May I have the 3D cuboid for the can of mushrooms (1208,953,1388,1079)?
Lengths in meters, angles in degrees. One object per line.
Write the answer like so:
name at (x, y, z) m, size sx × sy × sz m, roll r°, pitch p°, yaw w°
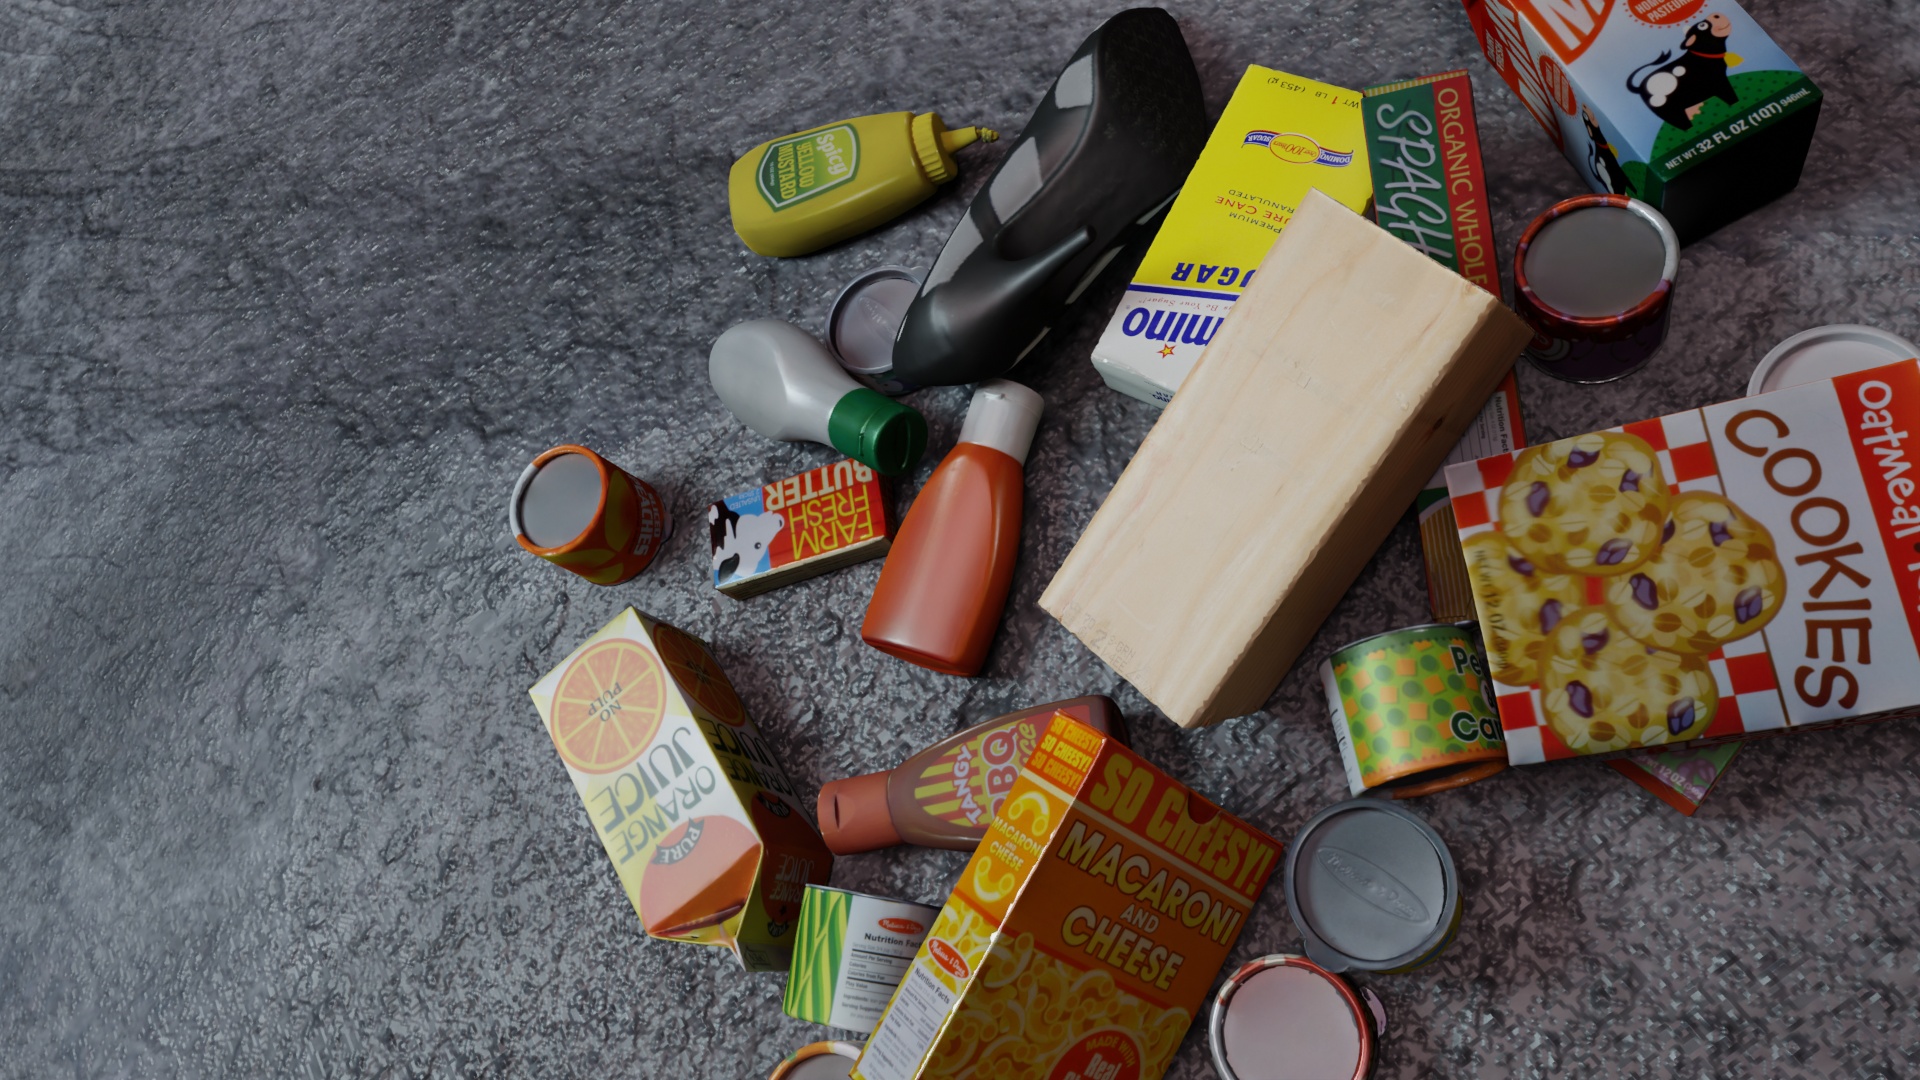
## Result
can of mushrooms at (0.139, 0.204, 0.572) m, size 0.071 × 0.033 × 0.071 m, roll -8°, pitch 68°, yaw 20°

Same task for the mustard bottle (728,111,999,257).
mustard bottle at (-0.055, -0.213, 0.797) m, size 0.160 × 0.048 × 0.065 m, roll -15°, pitch 68°, yaw 17°

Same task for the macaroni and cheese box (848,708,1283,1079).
macaroni and cheese box at (0.049, 0.171, 0.571) m, size 0.040 × 0.123 × 0.166 m, roll 21°, pitch 79°, yaw 56°

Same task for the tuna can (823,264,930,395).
tuna can at (-0.037, -0.117, 0.764) m, size 0.071 × 0.032 × 0.071 m, roll -7°, pitch 69°, yaw 20°

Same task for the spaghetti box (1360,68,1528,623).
spaghetti box at (0.221, -0.087, 0.623) m, size 0.050 × 0.028 × 0.250 m, roll -8°, pitch 80°, yaw 19°

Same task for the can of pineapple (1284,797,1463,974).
can of pineapple at (0.169, 0.144, 0.568) m, size 0.071 × 0.057 × 0.071 m, roll -8°, pitch 68°, yaw 20°

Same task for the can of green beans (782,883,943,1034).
can of green beans at (-0.044, 0.191, 0.634) m, size 0.071 × 0.071 × 0.058 m, roll 3°, pitch 73°, yaw 23°

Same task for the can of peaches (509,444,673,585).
can of peaches at (-0.208, -0.014, 0.782) m, size 0.071 × 0.058 × 0.071 m, roll -8°, pitch 68°, yaw 20°

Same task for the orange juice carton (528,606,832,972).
orange juice carton at (-0.131, 0.132, 0.688) m, size 0.073 × 0.071 × 0.193 m, roll -40°, pitch 61°, yaw 6°

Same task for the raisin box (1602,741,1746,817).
raisin box at (0.295, 0.036, 0.567) m, size 0.086 × 0.040 × 0.123 m, roll 37°, pitch 87°, yaw 30°

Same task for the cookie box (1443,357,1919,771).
cookie box at (0.284, 0.014, 0.526) m, size 0.167 × 0.040 × 0.123 m, roll -14°, pitch 71°, yaw 24°

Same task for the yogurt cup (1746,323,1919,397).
yogurt cup at (0.355, -0.047, 0.565) m, size 0.072 × 0.054 × 0.072 m, roll -8°, pitch 68°, yaw 20°

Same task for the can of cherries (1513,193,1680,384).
can of cherries at (0.278, -0.110, 0.617) m, size 0.071 × 0.058 × 0.072 m, roll -7°, pitch 69°, yaw 19°

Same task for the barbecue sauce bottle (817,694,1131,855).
barbecue sauce bottle at (0.007, 0.118, 0.653) m, size 0.148 × 0.043 × 0.065 m, roll -15°, pitch 67°, yaw 17°

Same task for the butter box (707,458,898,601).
butter box at (-0.084, -0.007, 0.748) m, size 0.103 × 0.024 × 0.053 m, roll -17°, pitch 66°, yaw 16°

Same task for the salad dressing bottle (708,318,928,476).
salad dressing bottle at (-0.077, -0.075, 0.738) m, size 0.148 × 0.044 × 0.064 m, roll 30°, pitch 125°, yaw 42°

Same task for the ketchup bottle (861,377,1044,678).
ketchup bottle at (0.003, -0.009, 0.702) m, size 0.065 × 0.043 × 0.149 m, roll 13°, pitch 76°, yaw 27°

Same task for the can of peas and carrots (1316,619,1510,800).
can of peas and carrots at (0.191, 0.072, 0.580) m, size 0.071 × 0.071 × 0.059 m, roll -17°, pitch 67°, yaw 16°

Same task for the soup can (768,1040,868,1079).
soup can at (-0.042, 0.252, 0.600) m, size 0.071 × 0.083 × 0.071 m, roll -7°, pitch 69°, yaw 20°

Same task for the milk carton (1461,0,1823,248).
milk carton at (0.301, -0.231, 0.644) m, size 0.072 × 0.073 × 0.191 m, roll -28°, pitch 63°, yaw 11°
